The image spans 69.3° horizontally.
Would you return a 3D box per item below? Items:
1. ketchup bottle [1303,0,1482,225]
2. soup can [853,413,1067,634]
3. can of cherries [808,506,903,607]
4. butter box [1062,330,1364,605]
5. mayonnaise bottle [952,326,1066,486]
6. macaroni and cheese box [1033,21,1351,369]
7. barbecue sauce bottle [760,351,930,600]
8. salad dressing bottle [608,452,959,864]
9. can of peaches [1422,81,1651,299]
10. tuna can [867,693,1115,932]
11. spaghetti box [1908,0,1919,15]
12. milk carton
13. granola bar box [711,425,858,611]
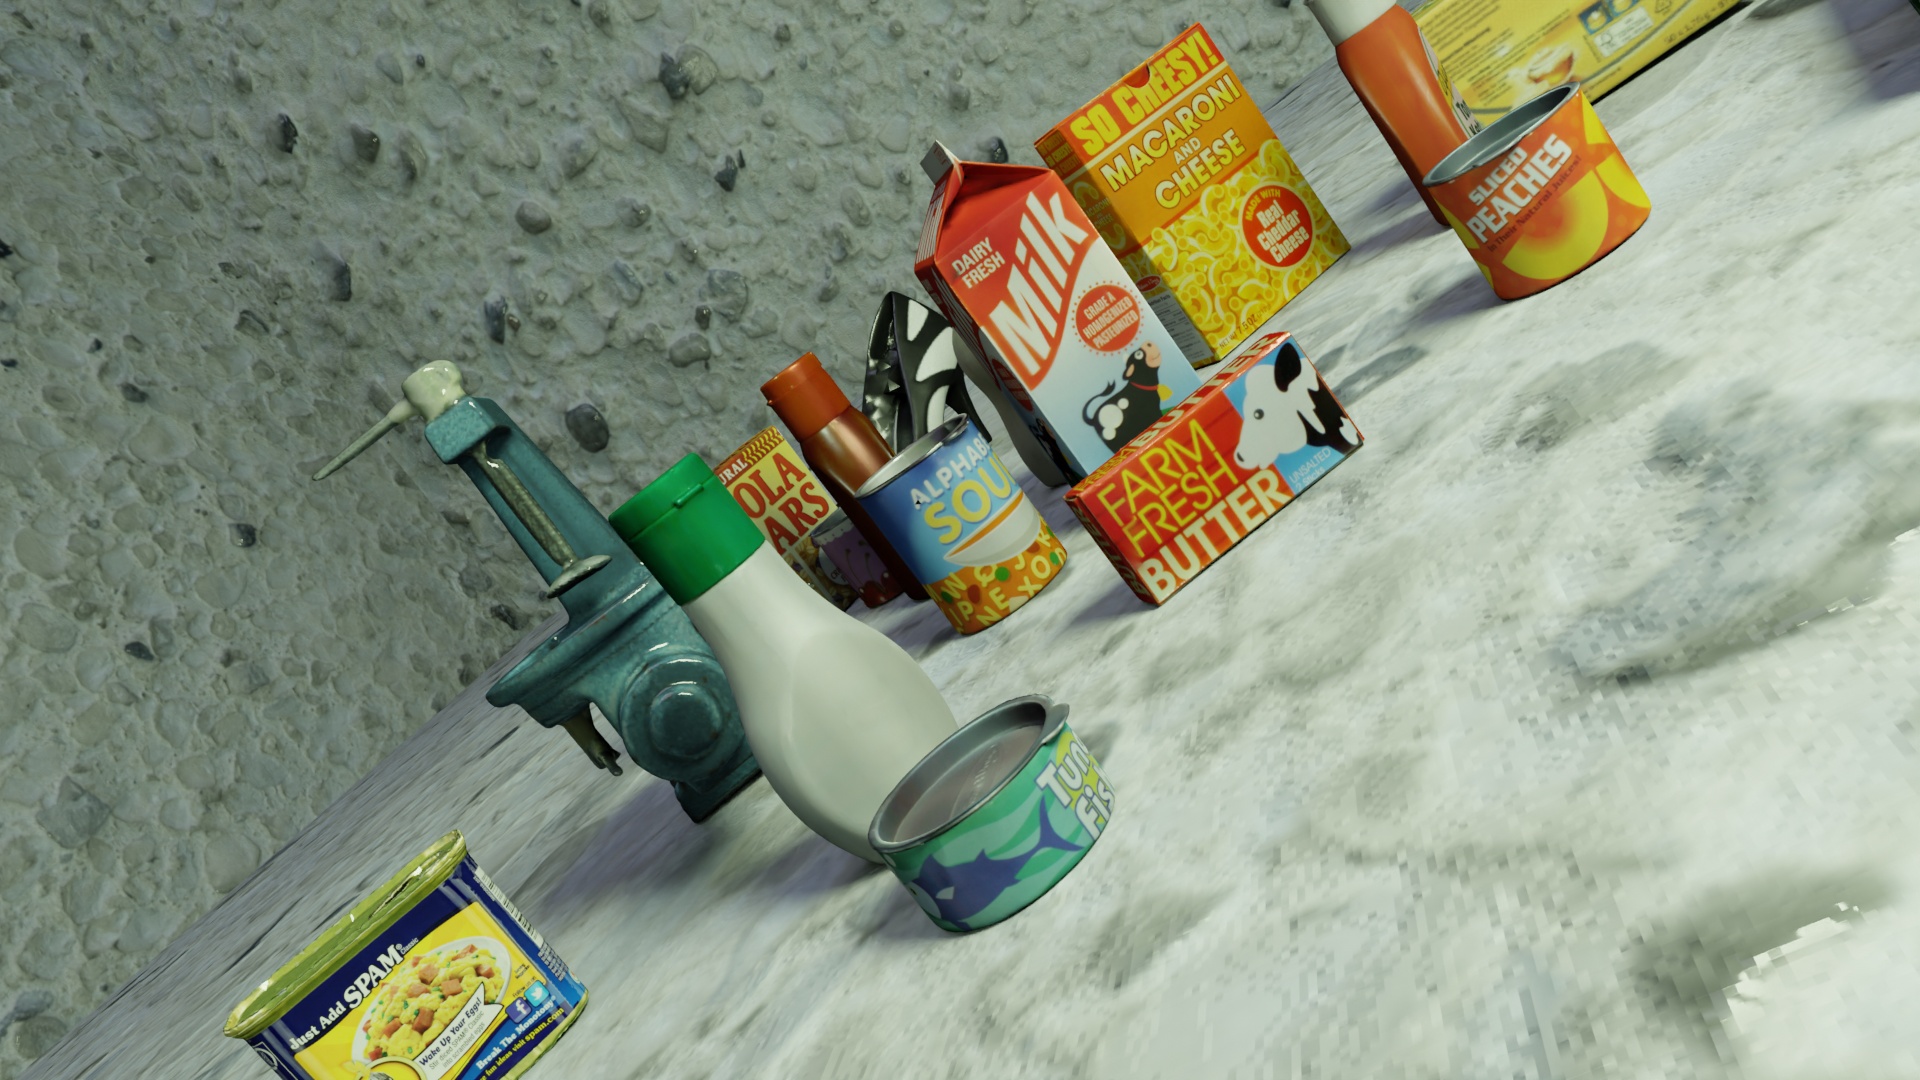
[{"bbox_3d":[0.231,-0.238,0.727,0.043,0.148,0.065,-31,12,30],"label":"ketchup bottle"},{"bbox_3d":[0.002,-0.008,0.653,0.071,0.083,0.071,-36,10,8],"label":"soup can"},{"bbox_3d":[-0.050,0.001,0.858,0.071,0.058,0.071,-36,10,8],"label":"can of cherries"},{"bbox_3d":[0.094,-0.027,0.518,0.103,0.053,0.024,-38,10,-5],"label":"butter box"},{"bbox_3d":[0.032,-0.106,0.804,0.065,0.148,0.041,-43,11,-28],"label":"mayonnaise bottle"},{"bbox_3d":[0.142,-0.206,0.834,0.124,0.166,0.040,-41,11,-19],"label":"macaroni and cheese box"},{"bbox_3d":[-0.054,-0.036,0.778,0.044,0.148,0.065,-39,10,-11],"label":"barbecue sauce bottle"},{"bbox_3d":[-0.056,0.039,0.462,0.064,0.147,0.044,-43,12,-31],"label":"salad dressing bottle"},{"bbox_3d":[0.227,-0.136,0.547,0.071,0.058,0.071,-36,10,8],"label":"can of peaches"},{"bbox_3d":[0.011,0.076,0.396,0.071,0.033,0.071,-36,10,8],"label":"tuna can"},{"bbox_3d":[0.367,-0.232,0.529,0.028,0.050,0.251,-29,13,37],"label":"spaghetti box"},{"bbox_3d":[0.041,-0.110,0.673,0.073,0.190,0.072,-38,10,-4],"label":"milk carton"},{"bbox_3d":[-0.137,0.019,0.878,0.039,0.124,0.166,-28,13,41],"label":"granola bar box"}]
